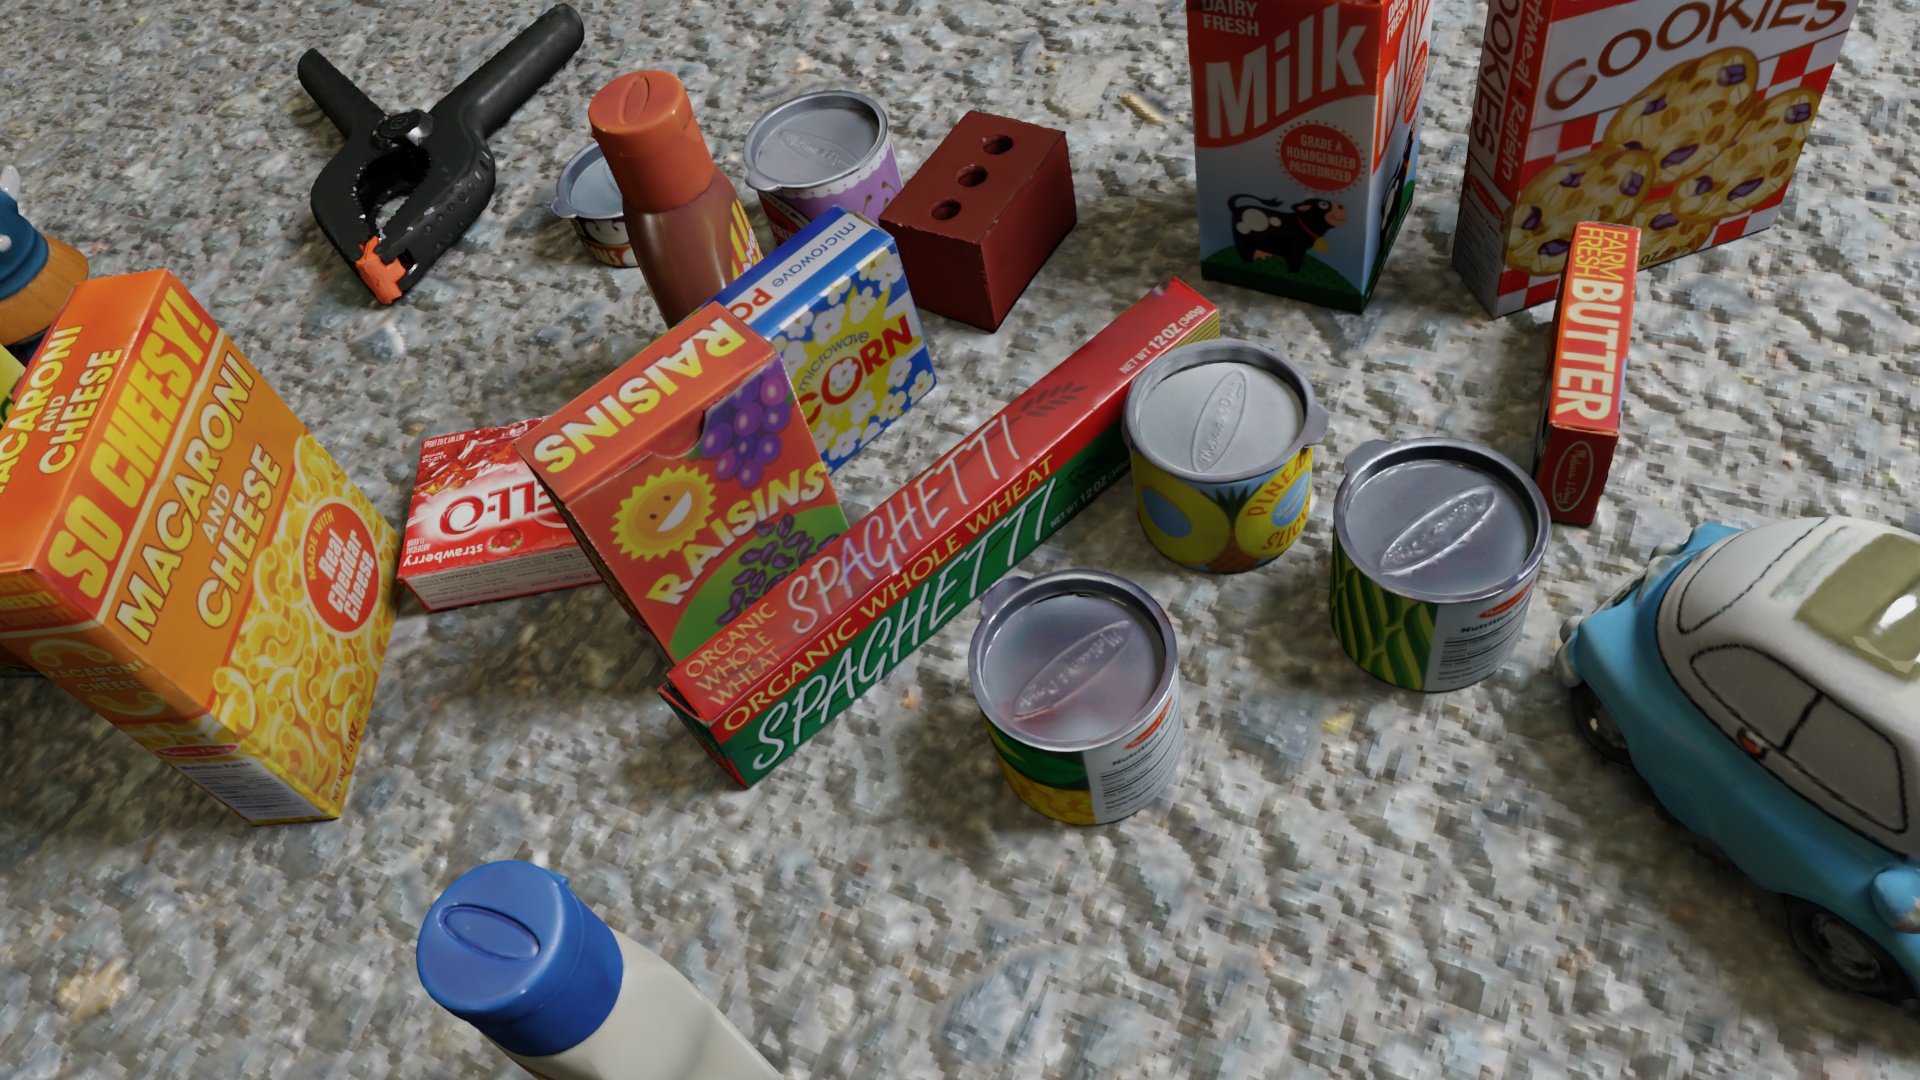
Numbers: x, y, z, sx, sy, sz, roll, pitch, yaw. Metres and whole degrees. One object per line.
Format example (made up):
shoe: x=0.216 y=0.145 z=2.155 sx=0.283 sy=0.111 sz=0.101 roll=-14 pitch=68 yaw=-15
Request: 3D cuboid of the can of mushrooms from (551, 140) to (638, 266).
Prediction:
can of mushrooms: x=-0.161 y=-0.166 z=0.676 sx=0.071 sy=0.033 sz=0.071 roll=-6 pitch=54 yaw=8

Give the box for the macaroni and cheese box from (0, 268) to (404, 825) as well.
macaroni and cheese box: x=-0.262 y=0.009 z=0.486 sx=0.040 sy=0.165 sz=0.124 roll=-7 pitch=54 yaw=7

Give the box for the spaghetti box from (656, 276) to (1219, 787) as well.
spaghetti box: x=0.002 y=-0.006 z=0.514 sx=0.251 sy=0.050 sz=0.029 roll=-39 pitch=56 yaw=-17

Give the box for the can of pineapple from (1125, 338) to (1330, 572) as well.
can of pineapple: x=0.096 y=-0.029 z=0.506 sx=0.071 sy=0.057 sz=0.071 roll=-6 pitch=54 yaw=8

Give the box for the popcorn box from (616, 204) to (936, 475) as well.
popcorn box: x=-0.072 y=-0.060 z=0.548 sx=0.127 sy=0.084 sz=0.038 roll=-42 pitch=57 yaw=-18

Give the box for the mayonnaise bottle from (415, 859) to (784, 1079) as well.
mayonnaise bottle: x=-0.095 y=0.131 z=0.373 sx=0.065 sy=0.147 sz=0.041 roll=14 pitch=59 yaw=21

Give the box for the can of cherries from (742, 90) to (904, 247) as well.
can of cherries: x=-0.062 y=-0.160 z=0.635 sx=0.071 sy=0.058 sz=0.072 roll=-6 pitch=54 yaw=8

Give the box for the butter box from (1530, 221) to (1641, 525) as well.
butter box: x=0.227 y=-0.062 z=0.506 sx=0.024 sy=0.053 sz=0.104 roll=10 pitch=57 yaw=19

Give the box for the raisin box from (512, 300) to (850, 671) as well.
raisin box: x=-0.091 y=-0.011 z=0.492 sx=0.086 sy=0.122 sz=0.040 roll=-38 pitch=56 yaw=-16

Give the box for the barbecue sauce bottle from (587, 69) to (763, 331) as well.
barbecue sauce bottle: x=-0.104 y=-0.115 z=0.555 sx=0.044 sy=0.147 sz=0.065 roll=-5 pitch=54 yaw=9

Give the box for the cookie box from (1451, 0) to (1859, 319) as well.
cookie box: x=0.254 y=-0.168 z=0.506 sx=0.123 sy=0.166 sz=0.040 roll=-18 pitch=53 yaw=-1

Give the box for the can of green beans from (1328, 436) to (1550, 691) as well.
can of green beans: x=0.158 y=0.008 z=0.466 sx=0.071 sy=0.057 sz=0.071 roll=-6 pitch=54 yaw=8

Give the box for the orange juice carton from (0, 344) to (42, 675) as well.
orange juice carton: x=-0.386 y=-0.026 z=0.522 sx=0.072 sy=0.191 sz=0.073 roll=-1 pitch=55 yaw=11

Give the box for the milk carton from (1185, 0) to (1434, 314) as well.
milk carton: x=0.134 y=-0.183 z=0.528 sx=0.073 sy=0.189 sz=0.072 roll=18 pitch=60 yaw=23

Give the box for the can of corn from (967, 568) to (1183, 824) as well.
can of corn: x=0.038 y=0.051 z=0.460 sx=0.071 sy=0.058 sz=0.071 roll=-6 pitch=54 yaw=8
